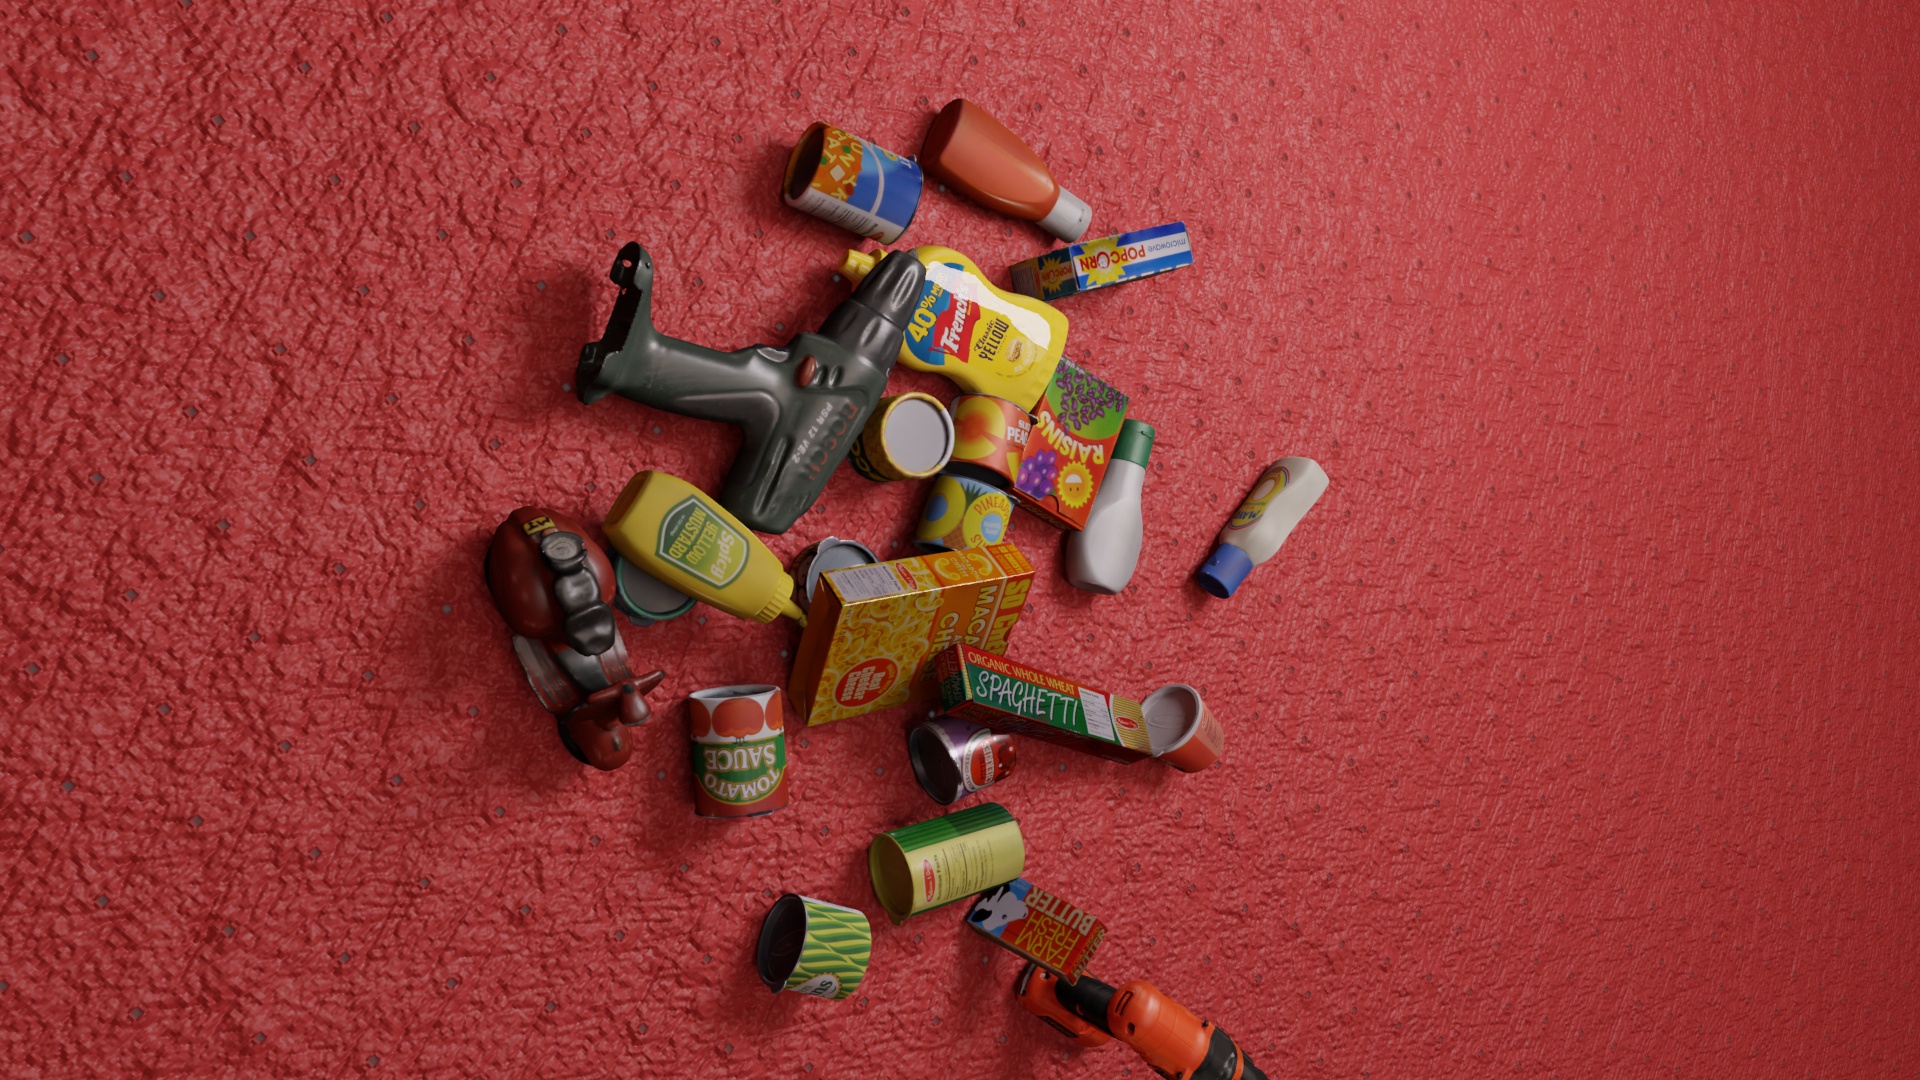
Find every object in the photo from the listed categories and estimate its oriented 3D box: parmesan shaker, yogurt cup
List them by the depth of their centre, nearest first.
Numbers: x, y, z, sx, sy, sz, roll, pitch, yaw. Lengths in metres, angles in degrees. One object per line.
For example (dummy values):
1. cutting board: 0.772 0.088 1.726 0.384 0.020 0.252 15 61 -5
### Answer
1. parmesan shaker: -0.010 0.248 1.072 0.103 0.071 0.071 -9 95 -33
2. yogurt cup: 0.192 0.166 1.204 0.054 0.072 0.072 43 68 -34

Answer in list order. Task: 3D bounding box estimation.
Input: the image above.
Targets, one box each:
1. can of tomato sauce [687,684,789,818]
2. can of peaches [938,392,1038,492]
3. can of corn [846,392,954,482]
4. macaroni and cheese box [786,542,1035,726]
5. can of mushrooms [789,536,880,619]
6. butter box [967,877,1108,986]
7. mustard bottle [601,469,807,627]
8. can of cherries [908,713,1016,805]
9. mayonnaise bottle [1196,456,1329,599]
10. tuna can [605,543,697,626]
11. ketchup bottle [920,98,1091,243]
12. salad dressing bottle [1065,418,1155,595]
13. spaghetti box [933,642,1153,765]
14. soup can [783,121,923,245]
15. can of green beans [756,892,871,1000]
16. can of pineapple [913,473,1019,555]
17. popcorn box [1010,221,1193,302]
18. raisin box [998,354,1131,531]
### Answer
1. can of tomato sauce: -0.156 0.147 0.976 0.071 0.071 0.083 -5 92 -33
2. can of peaches: 0.020 -0.075 1.086 0.071 0.071 0.058 26 69 -30
3. can of corn: -0.049 -0.078 1.053 0.071 0.058 0.071 0 89 -33
4. macaroni and cheese box: -0.036 0.069 1.032 0.167 0.040 0.123 -9 134 -32
5. can of mushrooms: -0.093 0.030 1.039 0.071 0.033 0.071 0 90 -32
6. butter box: 0.060 0.304 1.094 0.053 0.103 0.024 -54 137 -22
7. mustard bottle: -0.163 0.015 0.944 0.160 0.049 0.065 36 72 -27
8. can of cherries: 0.003 0.165 1.077 0.058 0.071 0.071 -18 99 -32
9. mayonnaise bottle: 0.270 -0.012 1.257 0.041 0.064 0.148 48 70 -20
10. tuna can: -0.212 0.025 0.963 0.071 0.033 0.071 0 89 -33
11. ketchup bottle: 0.041 -0.292 1.122 0.149 0.043 0.065 27 77 -30
12. salad dressing bottle: 0.131 -0.029 1.178 0.064 0.044 0.148 24 76 -31
13. spaghetti box: 0.070 0.132 1.096 0.250 0.028 0.050 23 46 -47
14. soup can: -0.079 -0.267 1.031 0.084 0.071 0.071 16 81 -31
15. can of green beans: -0.106 0.296 1.009 0.058 0.071 0.071 25 77 -31
16. can of pineapple: 0.004 -0.014 1.080 0.071 0.071 0.058 25 77 -30
17. popcorn box: 0.117 -0.227 1.145 0.127 0.085 0.038 -19 99 -31
18. raisin box: 0.082 -0.081 1.149 0.086 0.040 0.123 29 75 -30
